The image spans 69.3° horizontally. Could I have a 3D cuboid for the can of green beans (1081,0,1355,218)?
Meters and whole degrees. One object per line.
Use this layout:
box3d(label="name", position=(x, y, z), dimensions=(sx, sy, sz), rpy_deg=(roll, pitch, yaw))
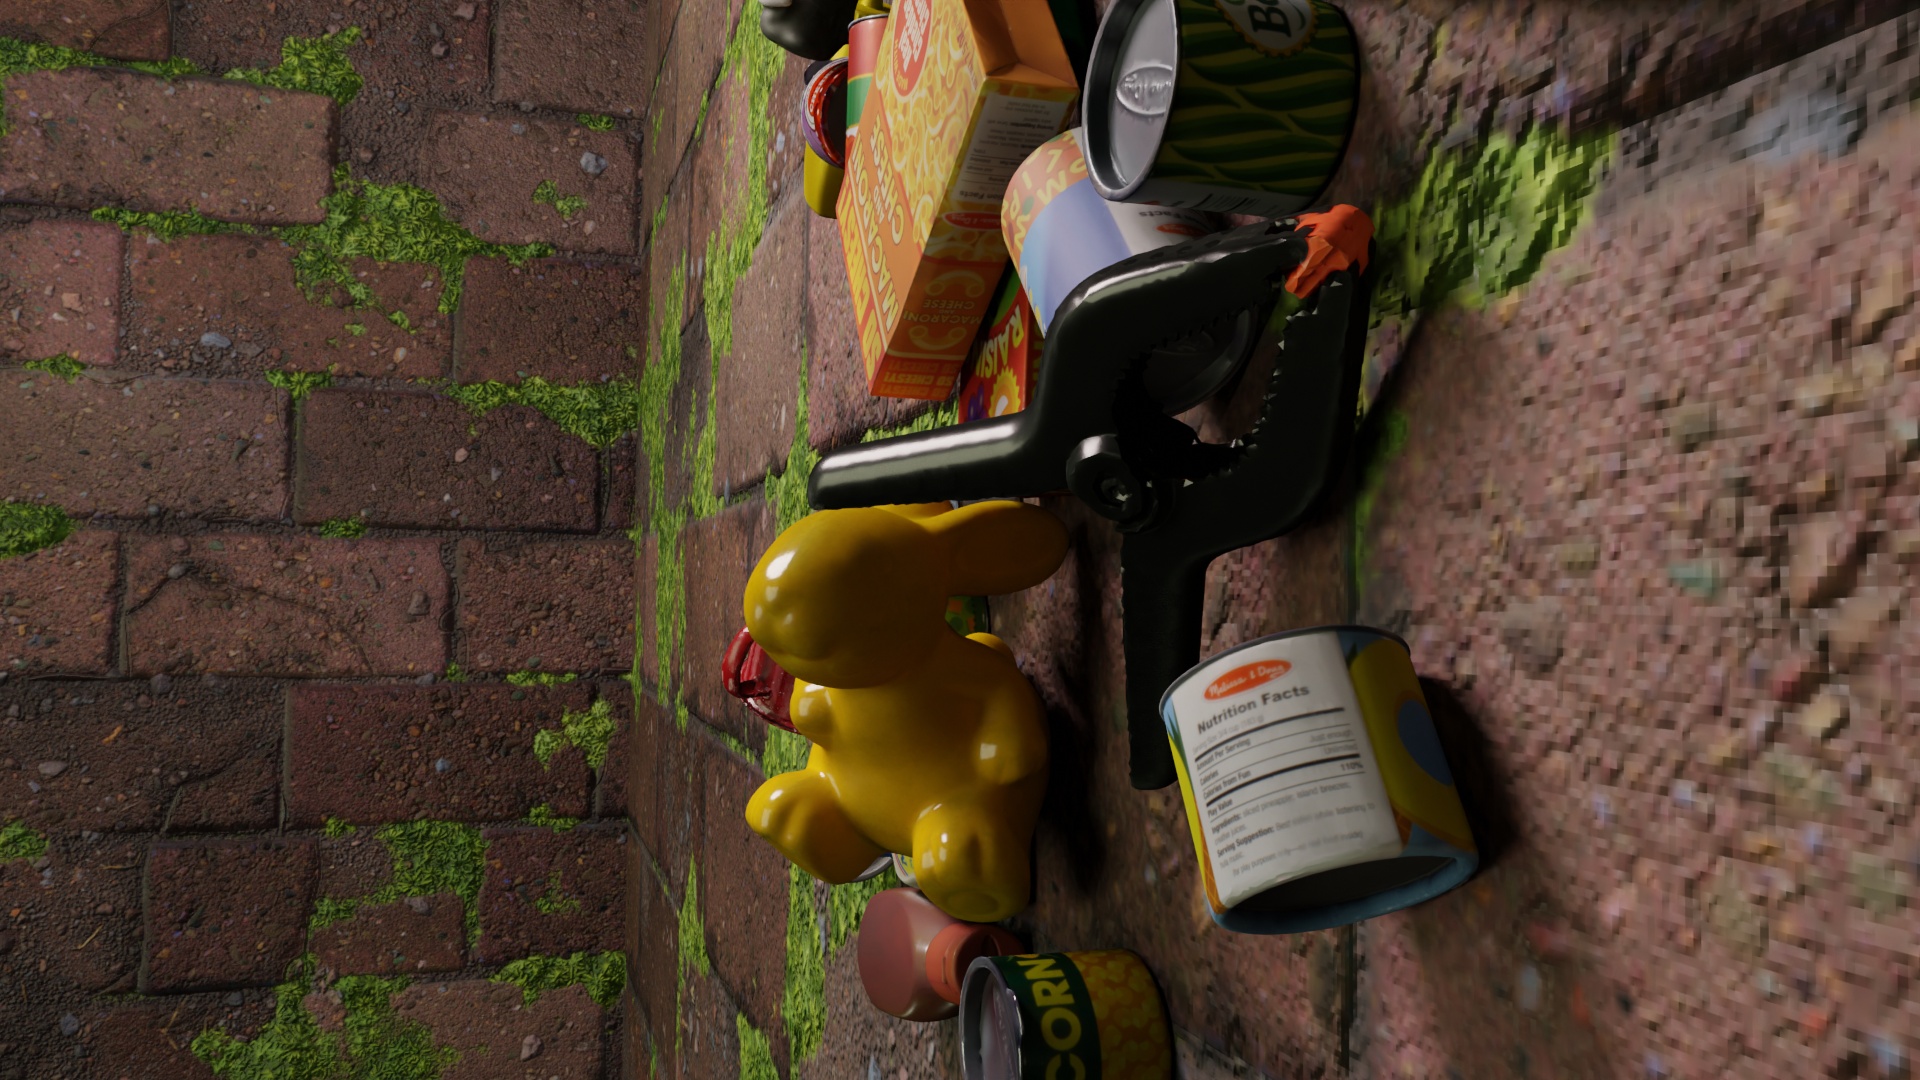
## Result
box3d(label="can of green beans", position=(0.076, -0.132, 0.416), dimensions=(0.071, 0.058, 0.071), rpy_deg=(-177, 89, -72))

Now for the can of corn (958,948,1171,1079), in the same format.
box3d(label="can of corn", position=(0.037, 0.182, 0.504), dimensions=(0.071, 0.058, 0.071), rpy_deg=(-177, 89, -72))

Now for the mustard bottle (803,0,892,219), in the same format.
box3d(label="mustard bottle", position=(-0.064, -0.282, 0.864), dimensions=(0.065, 0.049, 0.159), rpy_deg=(-112, 31, -50))

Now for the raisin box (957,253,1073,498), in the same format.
box3d(label="raisin box", position=(0.030, -0.080, 0.580), dimensions=(0.086, 0.040, 0.123), rpy_deg=(-179, 92, -71))

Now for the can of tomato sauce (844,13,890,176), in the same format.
box3d(label="can of tomato sauce", position=(-0.027, -0.221, 0.720), dimensions=(0.071, 0.071, 0.083), rpy_deg=(-164, 75, -71))

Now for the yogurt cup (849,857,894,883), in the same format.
box3d(label="yogurt cup", position=(-0.066, 0.159, 0.813), dimensions=(0.054, 0.072, 0.072), rpy_deg=(-151, 64, -78))

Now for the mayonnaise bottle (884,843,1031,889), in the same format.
box3d(label="mayonnaise bottle", position=(-0.010, 0.143, 0.676), dimensions=(0.148, 0.041, 0.065), rpy_deg=(158, 114, -69))

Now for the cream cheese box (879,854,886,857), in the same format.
box3d(label="cream cheese box", position=(-0.043, 0.124, 0.758), dimensions=(0.024, 0.053, 0.103), rpy_deg=(-127, 42, -65))

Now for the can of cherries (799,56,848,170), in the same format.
box3d(label="can of cherries", position=(-0.058, -0.248, 0.809), dimensions=(0.058, 0.071, 0.071), rpy_deg=(-131, 45, -63))

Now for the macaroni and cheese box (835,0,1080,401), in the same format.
box3d(label="macaroni and cheese box", position=(-0.008, -0.158, 0.575), dimensions=(0.165, 0.040, 0.124), rpy_deg=(116, 149, -50))

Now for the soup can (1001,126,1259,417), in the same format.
box3d(label="soup can", position=(0.053, -0.089, 0.467), dimensions=(0.084, 0.071, 0.071), rpy_deg=(-107, 26, -44))

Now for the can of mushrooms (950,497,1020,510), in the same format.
box3d(label="can of mushrooms", position=(0.002, -0.008, 0.666), dimensions=(0.071, 0.033, 0.071), rpy_deg=(-178, 89, -72))

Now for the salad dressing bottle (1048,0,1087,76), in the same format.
box3d(label="salad dressing bottle", position=(0.026, -0.266, 0.605), dimensions=(0.064, 0.044, 0.148), rpy_deg=(131, 136, -60))

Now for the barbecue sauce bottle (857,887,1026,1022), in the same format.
box3d(label="barbecue sauce bottle", position=(-0.011, 0.202, 0.673), dimensions=(0.148, 0.044, 0.065), rpy_deg=(146, 124, -67))

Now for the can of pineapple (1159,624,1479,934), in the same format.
box3d(label="can of pineapple", position=(0.090, 0.062, 0.350), dimensions=(0.070, 0.071, 0.058), rpy_deg=(118, 148, -54))

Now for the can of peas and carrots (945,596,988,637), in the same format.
box3d(label="can of peas and carrots", position=(-0.024, 0.044, 0.699), dimensions=(0.071, 0.059, 0.071), rpy_deg=(-177, 89, -71))
